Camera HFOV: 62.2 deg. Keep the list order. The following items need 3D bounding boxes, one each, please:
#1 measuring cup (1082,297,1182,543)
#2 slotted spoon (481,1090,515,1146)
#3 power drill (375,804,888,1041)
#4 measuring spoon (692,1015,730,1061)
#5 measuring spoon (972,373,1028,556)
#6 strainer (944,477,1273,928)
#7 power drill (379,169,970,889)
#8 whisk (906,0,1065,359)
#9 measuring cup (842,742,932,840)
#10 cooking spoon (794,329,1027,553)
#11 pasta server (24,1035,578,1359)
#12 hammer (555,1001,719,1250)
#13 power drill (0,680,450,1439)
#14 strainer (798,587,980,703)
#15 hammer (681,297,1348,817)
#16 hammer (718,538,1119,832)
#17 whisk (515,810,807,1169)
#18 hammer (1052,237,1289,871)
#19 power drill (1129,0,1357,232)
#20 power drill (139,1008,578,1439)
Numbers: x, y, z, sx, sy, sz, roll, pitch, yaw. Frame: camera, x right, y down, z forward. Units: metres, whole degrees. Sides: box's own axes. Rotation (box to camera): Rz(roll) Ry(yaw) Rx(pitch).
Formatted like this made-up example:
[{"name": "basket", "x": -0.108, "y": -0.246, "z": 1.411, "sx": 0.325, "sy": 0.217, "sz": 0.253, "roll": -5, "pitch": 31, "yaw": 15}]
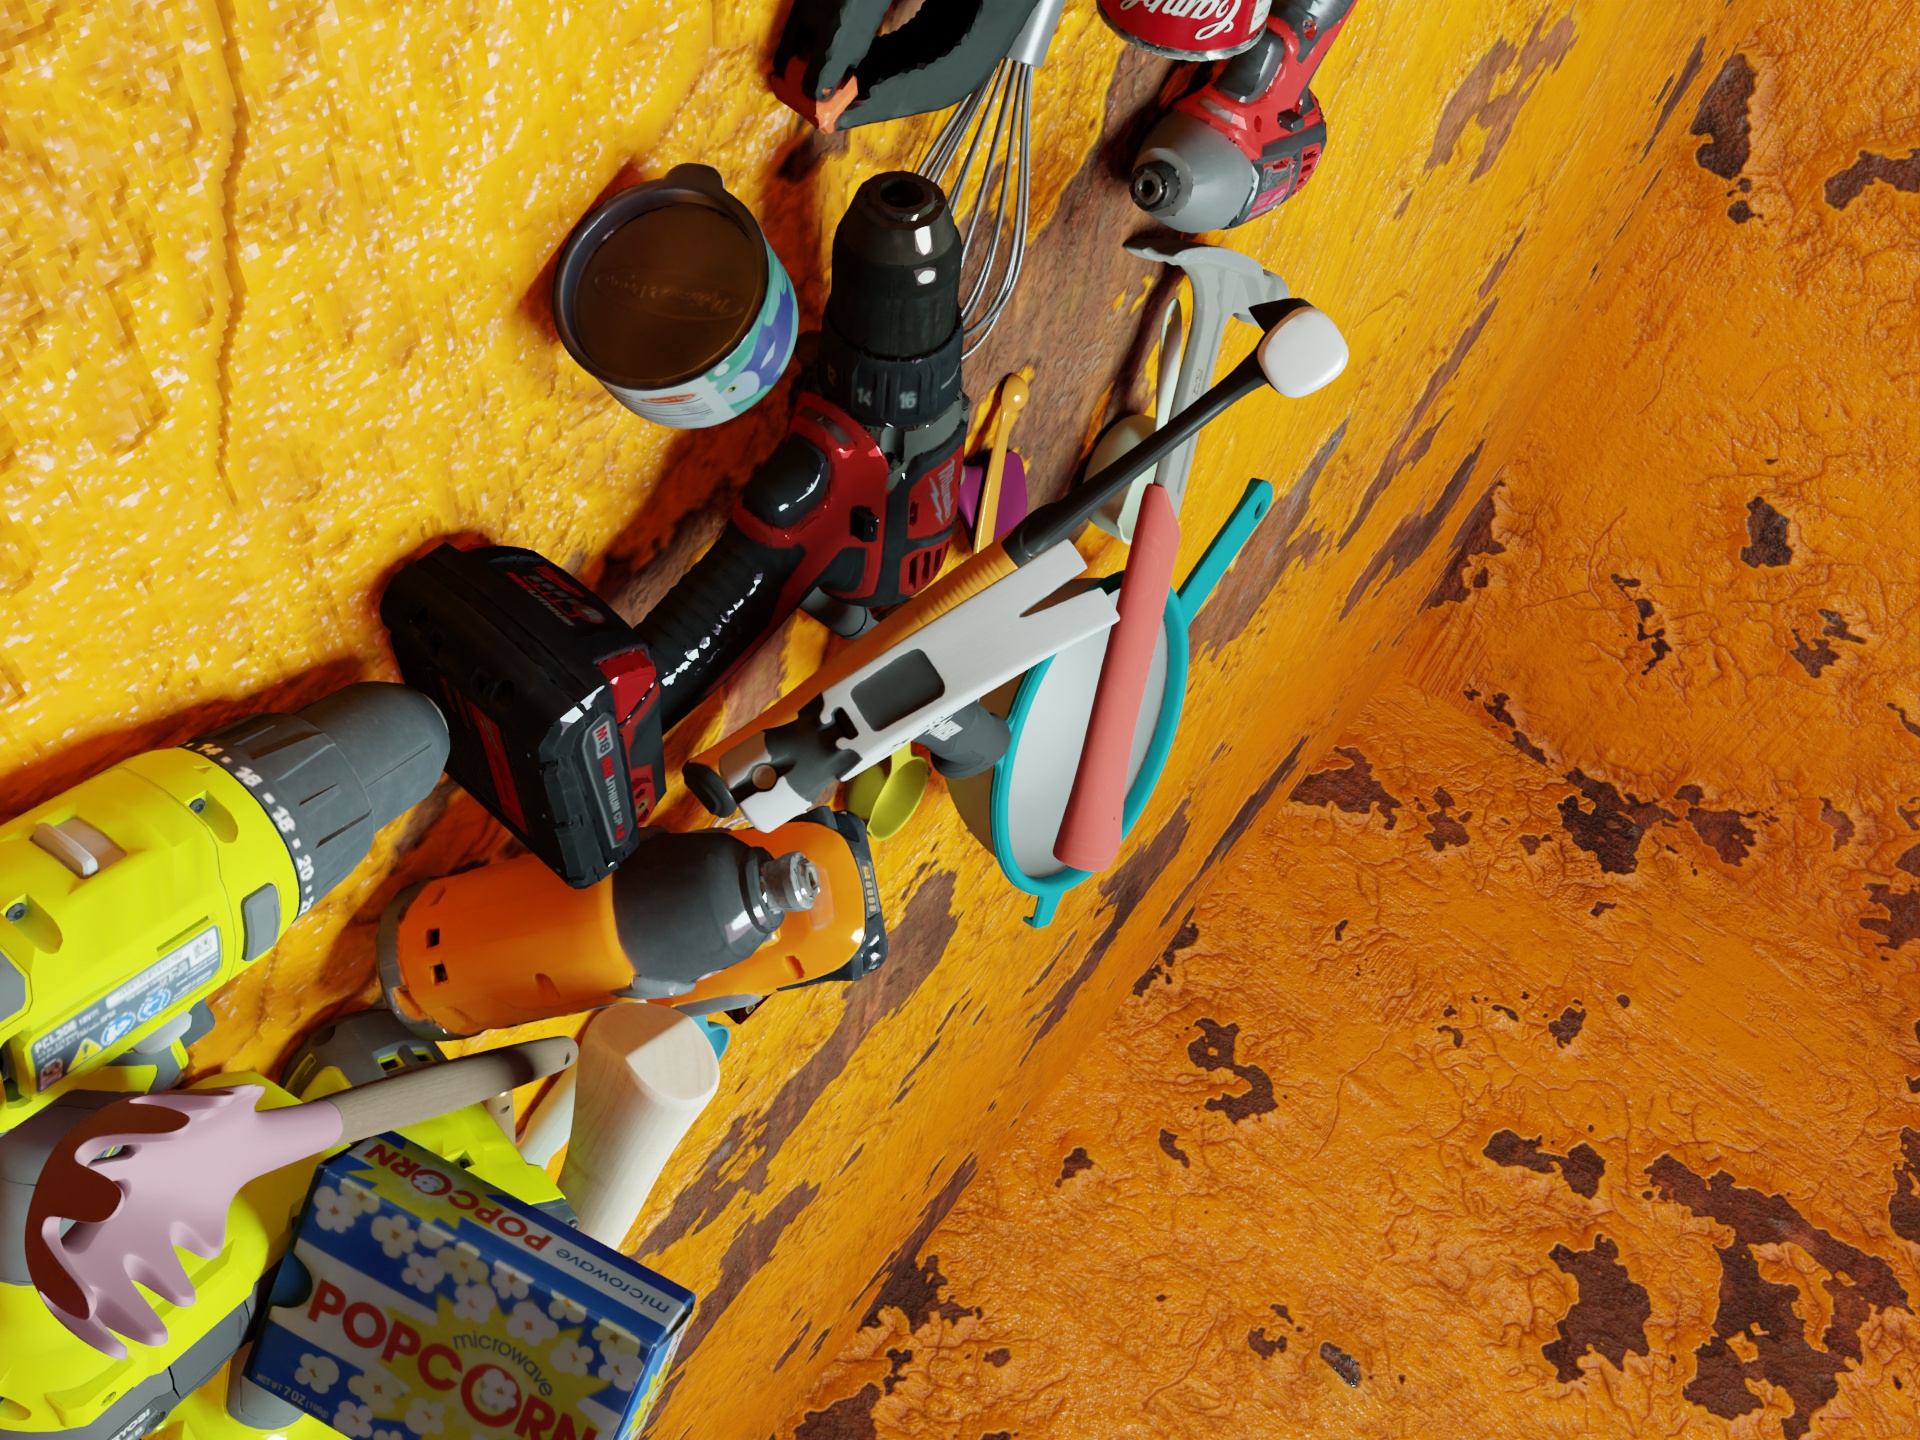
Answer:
[{"name": "measuring cup", "x": 0.104, "y": -0.180, "z": 0.937, "sx": 0.083, "sy": 0.038, "sz": 0.167, "roll": -43, "pitch": 150, "yaw": -33}, {"name": "slotted spoon", "x": -0.243, "y": 0.263, "z": 0.838, "sx": 0.070, "sy": 0.031, "sz": 0.313, "roll": -29, "pitch": 153, "yaw": -33}, {"name": "power drill", "x": -0.107, "y": 0.081, "z": 0.662, "sx": 0.164, "sy": 0.084, "sz": 0.226, "roll": -13, "pitch": 172, "yaw": 15}, {"name": "measuring spoon", "x": -0.162, "y": 0.170, "z": 0.928, "sx": 0.042, "sy": 0.021, "sz": 0.128, "roll": -44, "pitch": 152, "yaw": -28}, {"name": "measuring spoon", "x": 0.020, "y": -0.115, "z": 0.800, "sx": 0.021, "sy": 0.011, "sz": 0.117, "roll": -28, "pitch": 131, "yaw": -66}, {"name": "strainer", "x": 0.086, "y": -0.049, "z": 1.023, "sx": 0.340, "sy": 0.095, "sz": 0.210, "roll": -53, "pitch": 146, "yaw": -26}, {"name": "power drill", "x": -0.079, "y": -0.068, "z": 0.545, "sx": 0.227, "sy": 0.080, "sz": 0.187, "roll": -43, "pitch": 160, "yaw": -28}, {"name": "whisk", "x": 0.022, "y": -0.238, "z": 0.569, "sx": 0.055, "sy": 0.055, "sz": 0.238, "roll": -28, "pitch": 145, "yaw": -56}, {"name": "measuring cup", "x": -0.045, "y": 0.005, "z": 0.915, "sx": 0.062, "sy": 0.029, "sz": 0.156, "roll": -42, "pitch": 148, "yaw": -36}, {"name": "cooking spoon", "x": -0.012, "y": -0.122, "z": 0.745, "sx": 0.318, "sy": 0.017, "sz": 0.069, "roll": 23, "pitch": 83, "yaw": -73}, {"name": "pasta server", "x": -0.179, "y": 0.125, "z": 0.499, "sx": 0.316, "sy": 0.040, "sz": 0.060, "roll": 31, "pitch": 73, "yaw": -80}, {"name": "hammer", "x": -0.168, "y": 0.239, "z": 0.681, "sx": 0.038, "sy": 0.146, "sz": 0.410, "roll": -31, "pitch": 163, "yaw": -41}, {"name": "power drill", "x": -0.236, "y": 0.102, "z": 0.478, "sx": 0.190, "sy": 0.080, "sz": 0.228, "roll": -42, "pitch": 158, "yaw": -49}, {"name": "strainer", "x": -0.050, "y": -0.048, "z": 0.756, "sx": 0.087, "sy": 0.050, "sz": 0.258, "roll": -56, "pitch": 158, "yaw": 0}, {"name": "hammer", "x": 0.015, "y": -0.067, "z": 0.690, "sx": 0.337, "sy": 0.034, "sz": 0.127, "roll": -37, "pitch": -170, "yaw": 12}, {"name": "hammer", "x": -0.001, "y": -0.002, "z": 0.700, "sx": 0.146, "sy": 0.035, "sz": 0.334, "roll": -33, "pitch": 174, "yaw": 3}, {"name": "whisk", "x": -0.157, "y": 0.140, "z": 0.825, "sx": 0.246, "sy": 0.059, "sz": 0.058, "roll": -52, "pitch": -169, "yaw": 7}, {"name": "hammer", "x": 0.102, "y": -0.084, "z": 0.899, "sx": 0.149, "sy": 0.037, "sz": 0.359, "roll": -9, "pitch": 116, "yaw": -55}, {"name": "power drill", "x": 0.147, "y": -0.321, "z": 0.705, "sx": 0.143, "sy": 0.078, "sz": 0.219, "roll": -36, "pitch": 159, "yaw": -45}, {"name": "power drill", "x": -0.232, "y": 0.248, "z": 0.613, "sx": 0.223, "sy": 0.171, "sz": 0.080, "roll": -55, "pitch": 155, "yaw": 18}]
